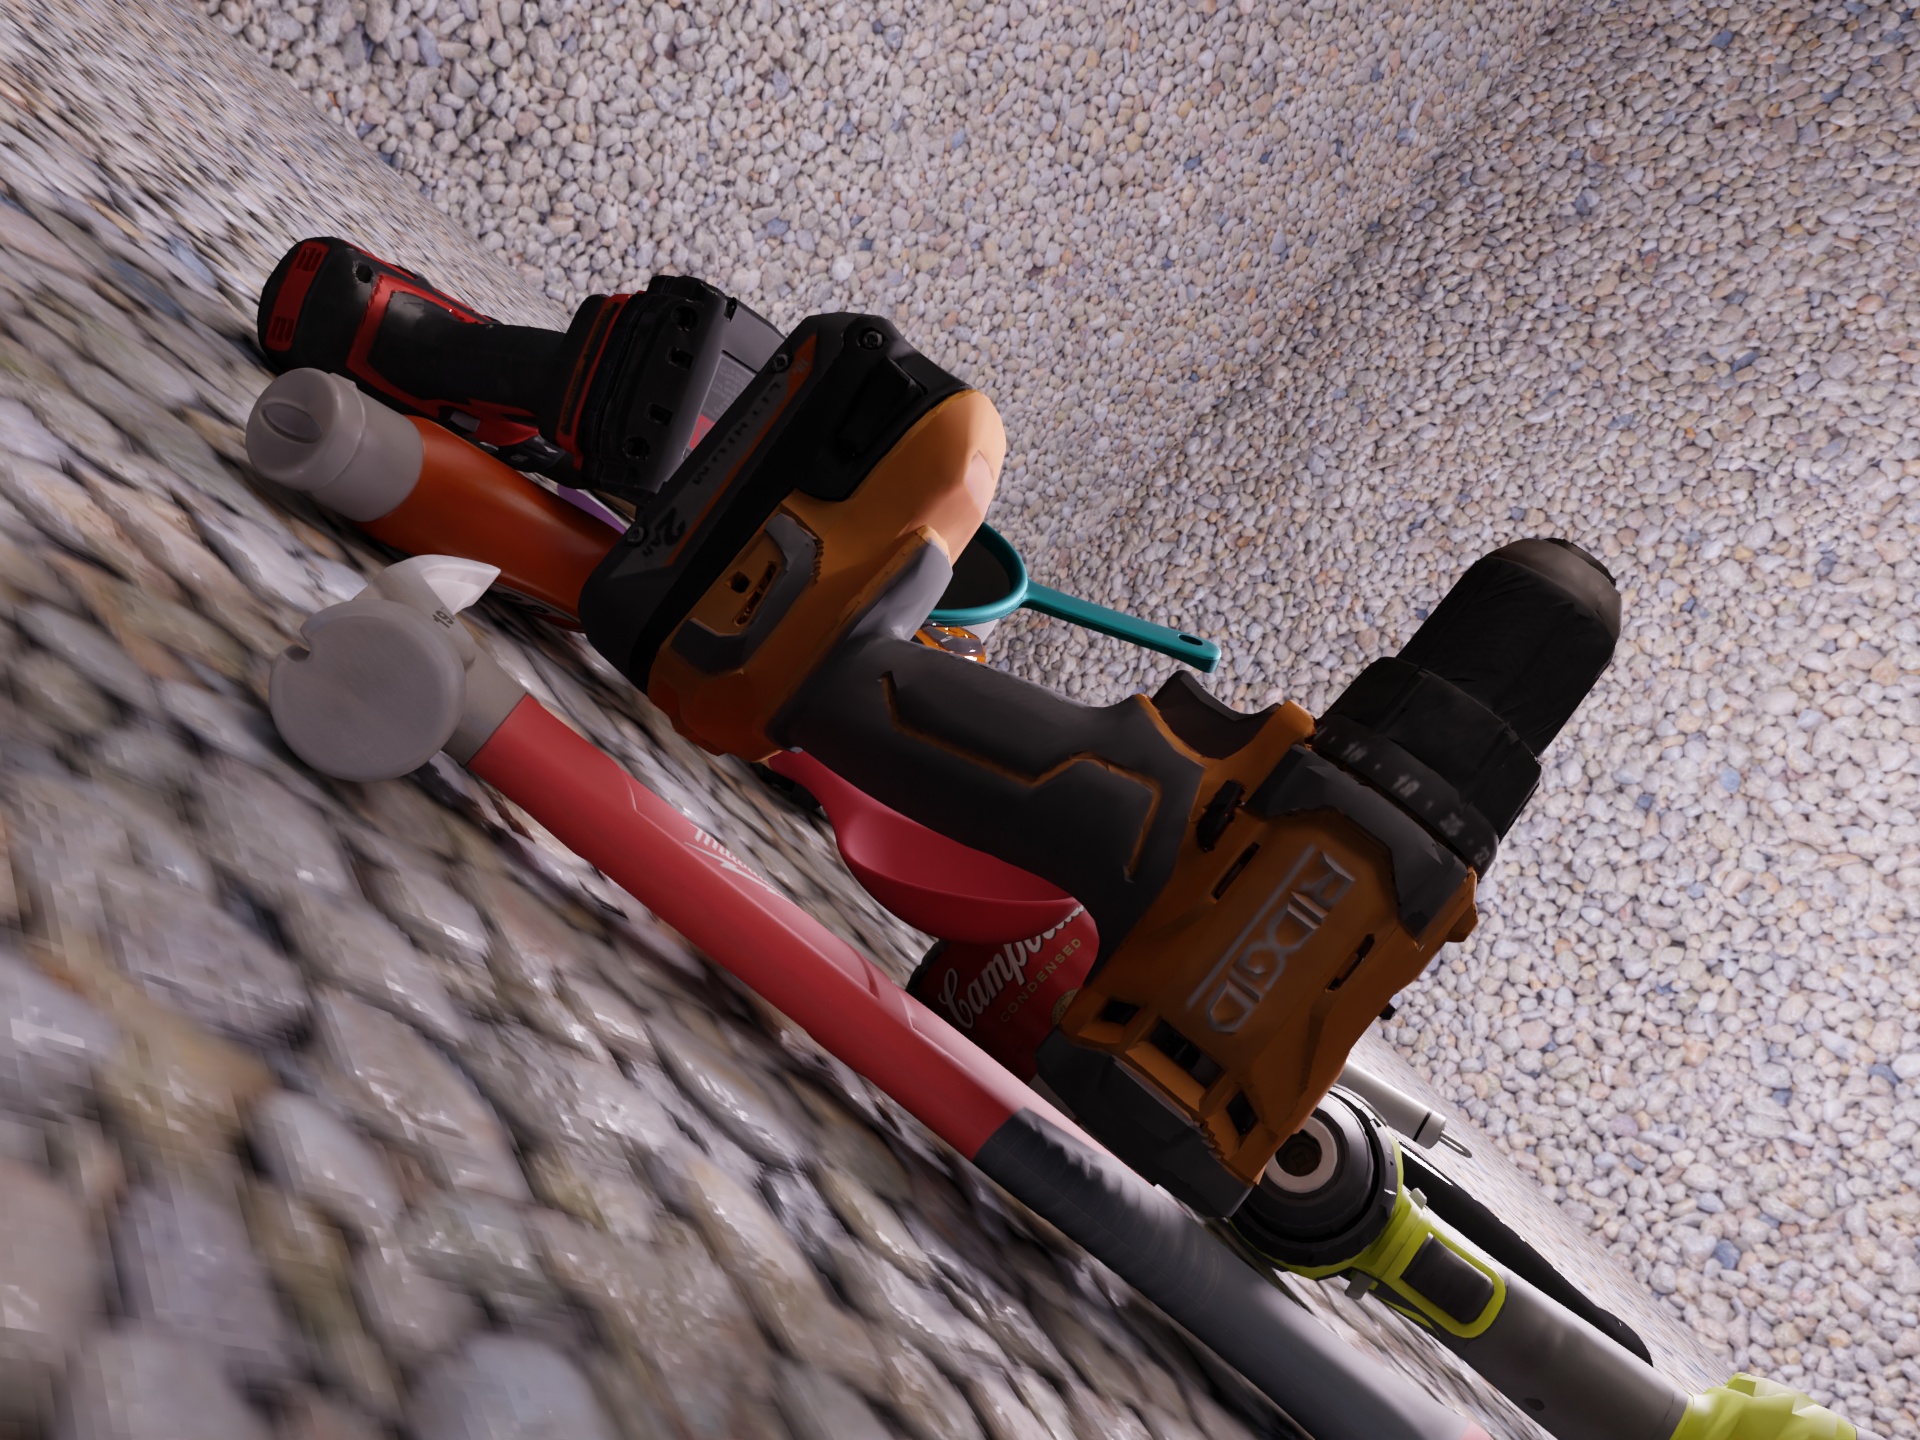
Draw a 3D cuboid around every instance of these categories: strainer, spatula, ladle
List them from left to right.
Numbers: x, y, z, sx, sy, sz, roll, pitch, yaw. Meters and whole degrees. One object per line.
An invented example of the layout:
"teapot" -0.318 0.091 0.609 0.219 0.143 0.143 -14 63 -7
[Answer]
"spatula" -0.194 -0.098 0.777 0.059 0.018 0.316 45 3 -7
"ladle" -0.077 -0.001 0.560 0.069 0.031 0.316 2 23 -46
"strainer" -0.009 -0.060 1.011 0.340 0.095 0.211 18 28 -3
"strainer" 0.154 0.163 0.853 0.259 0.050 0.086 29 -24 23

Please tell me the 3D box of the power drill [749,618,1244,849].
"power drill" 0.028 0.033 0.653 0.227 0.084 0.164 28 14 20

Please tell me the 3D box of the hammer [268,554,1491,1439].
"hammer" -0.004 0.094 0.432 0.386 0.038 0.143 41 3 -13

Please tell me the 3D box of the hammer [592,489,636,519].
"hammer" -0.127 -0.078 1.108 0.331 0.031 0.130 38 5 -35

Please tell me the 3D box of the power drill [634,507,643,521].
"power drill" -0.118 -0.130 0.895 0.171 0.080 0.223 7 26 -11

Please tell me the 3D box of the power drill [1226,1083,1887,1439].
"power drill" 0.180 0.198 0.514 0.229 0.080 0.190 34 -9 22

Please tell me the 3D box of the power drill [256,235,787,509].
"power drill" -0.150 -0.125 0.652 0.227 0.080 0.187 18 -3 32

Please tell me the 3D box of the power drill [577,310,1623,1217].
"power drill" 0.037 -0.015 0.414 0.226 0.185 0.084 39 -3 17

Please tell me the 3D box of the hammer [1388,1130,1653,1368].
"hammer" 0.203 0.207 0.729 0.334 0.035 0.146 42 5 -13
